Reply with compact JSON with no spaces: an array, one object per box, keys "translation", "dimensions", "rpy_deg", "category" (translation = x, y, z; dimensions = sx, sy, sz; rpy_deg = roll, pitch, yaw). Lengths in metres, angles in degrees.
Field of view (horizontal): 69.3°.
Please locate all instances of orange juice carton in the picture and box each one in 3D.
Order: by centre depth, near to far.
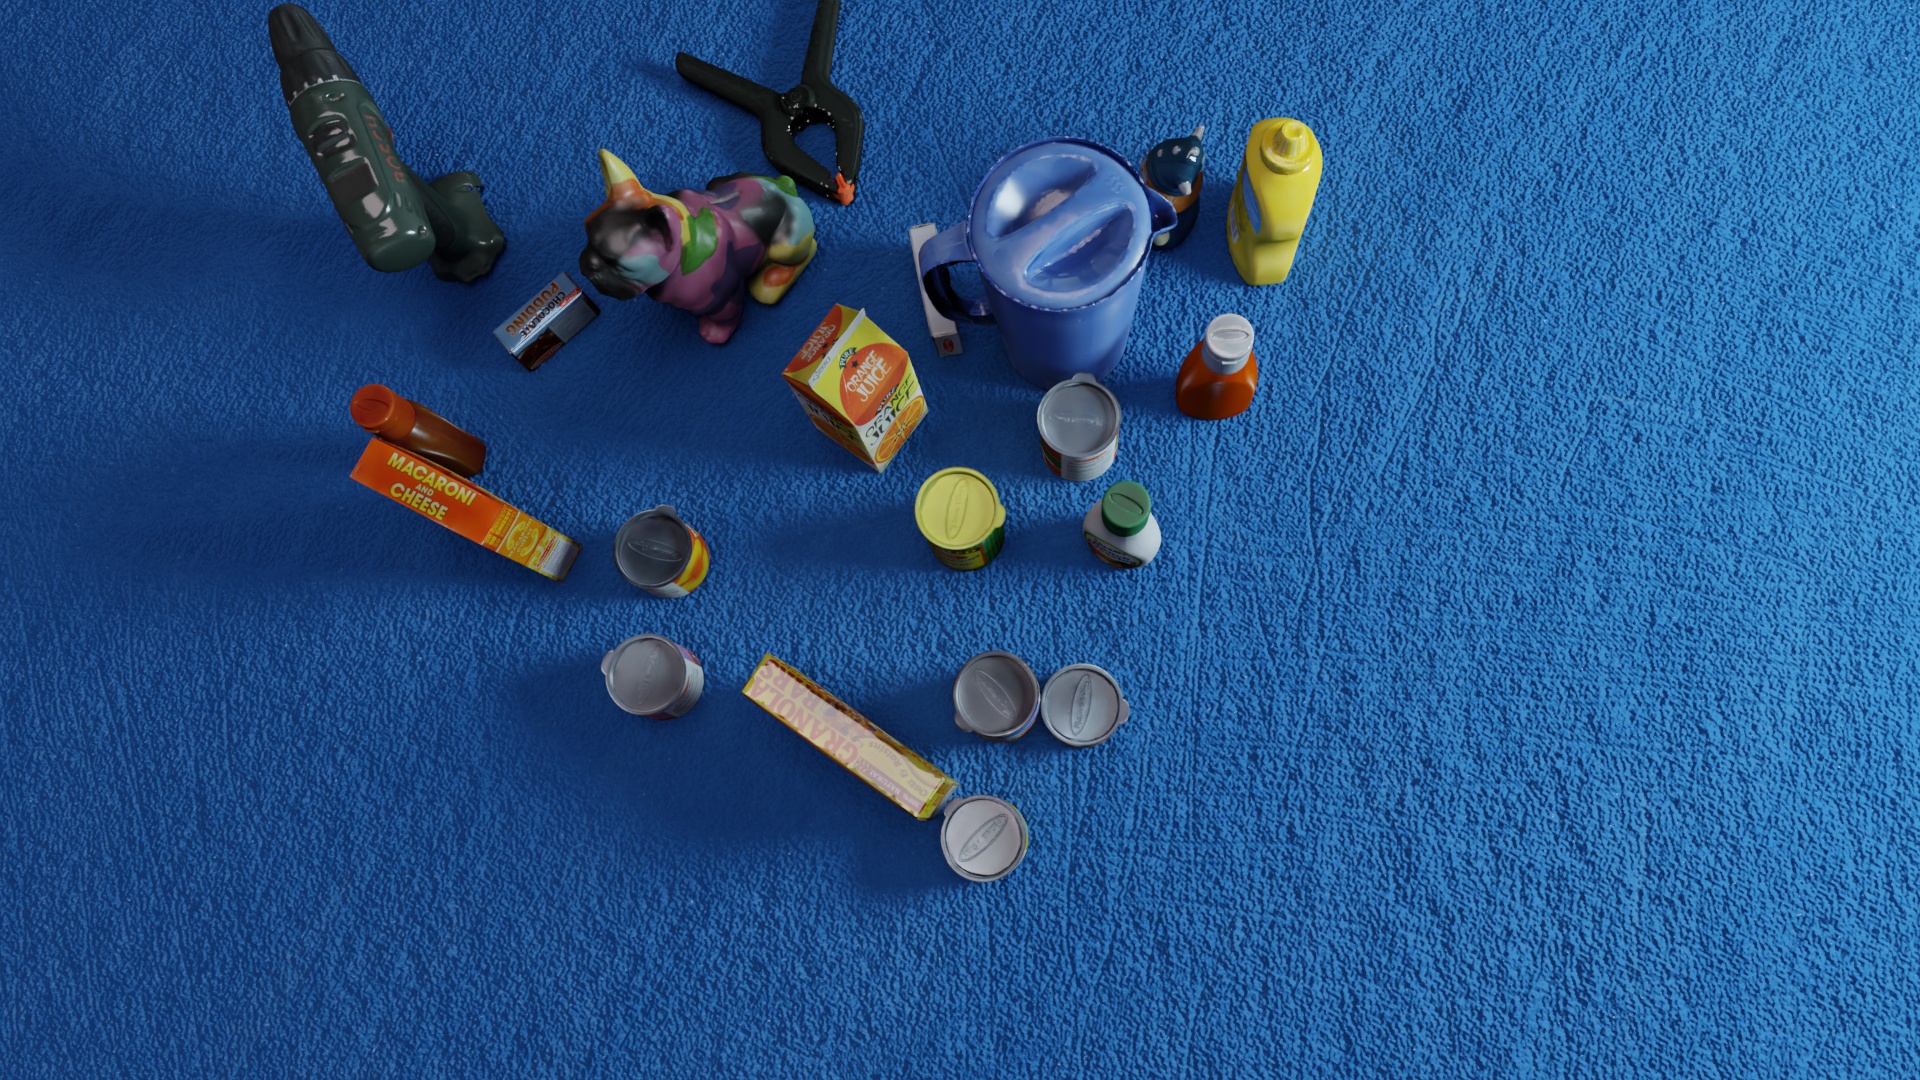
[{"translation":[-0.084,-0.124,1.109],"dimensions":[0.073,0.192,0.072],"rpy_deg":[35,83,11],"category":"orange juice carton"}]

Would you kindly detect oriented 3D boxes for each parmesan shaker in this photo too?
[{"translation":[0.004,-0.014,1.124],"dimensions":[0.071,0.103,0.071],"rpy_deg":[-1,78,5],"category":"parmesan shaker"}]

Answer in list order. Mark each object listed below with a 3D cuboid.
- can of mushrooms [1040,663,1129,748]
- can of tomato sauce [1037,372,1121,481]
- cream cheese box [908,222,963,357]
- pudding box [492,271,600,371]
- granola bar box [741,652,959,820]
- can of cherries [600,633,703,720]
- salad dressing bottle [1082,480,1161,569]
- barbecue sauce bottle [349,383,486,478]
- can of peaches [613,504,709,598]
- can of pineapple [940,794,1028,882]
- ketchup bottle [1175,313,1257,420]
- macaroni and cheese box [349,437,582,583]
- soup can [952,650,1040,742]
[{"translation":[0.100,0.134,1.118],"dimensions":[0.071,0.033,0.071],"rpy_deg":[-1,78,5],"category":"can of mushrooms"},{"translation":[0.097,-0.091,1.144],"dimensions":[0.071,0.083,0.071],"rpy_deg":[-1,78,5],"category":"can of tomato sauce"},{"translation":[-0.021,-0.215,1.196],"dimensions":[0.024,0.053,0.104],"rpy_deg":[-12,77,2],"category":"cream cheese box"},{"translation":[-0.363,-0.192,1.221],"dimensions":[0.084,0.049,0.030],"rpy_deg":[-43,78,-5],"category":"pudding box"},{"translation":[-0.083,0.156,1.082],"dimensions":[0.166,0.124,0.039],"rpy_deg":[33,83,11],"category":"granola bar box"},{"translation":[-0.252,0.111,1.139],"dimensions":[0.071,0.058,0.071],"rpy_deg":[-1,78,5],"category":"can of cherries"},{"translation":[0.128,-0.013,1.090],"dimensions":[0.064,0.147,0.044],"rpy_deg":[29,82,10],"category":"salad dressing bottle"},{"translation":[-0.453,-0.090,1.155],"dimensions":[0.065,0.148,0.044],"rpy_deg":[9,79,7],"category":"barbecue sauce bottle"},{"translation":[-0.248,0.010,1.162],"dimensions":[0.071,0.058,0.071],"rpy_deg":[-1,78,5],"category":"can of peaches"},{"translation":[0.019,0.232,1.091],"dimensions":[0.071,0.057,0.071],"rpy_deg":[-1,78,5],"category":"can of pineapple"},{"translation":[0.208,-0.137,1.111],"dimensions":[0.065,0.148,0.043],"rpy_deg":[0,78,5],"category":"ketchup bottle"},{"translation":[-0.395,-0.023,1.126],"dimensions":[0.124,0.166,0.040],"rpy_deg":[26,81,10],"category":"macaroni and cheese box"},{"translation":[0.028,0.127,1.100],"dimensions":[0.071,0.083,0.071],"rpy_deg":[-1,78,5],"category":"soup can"}]
